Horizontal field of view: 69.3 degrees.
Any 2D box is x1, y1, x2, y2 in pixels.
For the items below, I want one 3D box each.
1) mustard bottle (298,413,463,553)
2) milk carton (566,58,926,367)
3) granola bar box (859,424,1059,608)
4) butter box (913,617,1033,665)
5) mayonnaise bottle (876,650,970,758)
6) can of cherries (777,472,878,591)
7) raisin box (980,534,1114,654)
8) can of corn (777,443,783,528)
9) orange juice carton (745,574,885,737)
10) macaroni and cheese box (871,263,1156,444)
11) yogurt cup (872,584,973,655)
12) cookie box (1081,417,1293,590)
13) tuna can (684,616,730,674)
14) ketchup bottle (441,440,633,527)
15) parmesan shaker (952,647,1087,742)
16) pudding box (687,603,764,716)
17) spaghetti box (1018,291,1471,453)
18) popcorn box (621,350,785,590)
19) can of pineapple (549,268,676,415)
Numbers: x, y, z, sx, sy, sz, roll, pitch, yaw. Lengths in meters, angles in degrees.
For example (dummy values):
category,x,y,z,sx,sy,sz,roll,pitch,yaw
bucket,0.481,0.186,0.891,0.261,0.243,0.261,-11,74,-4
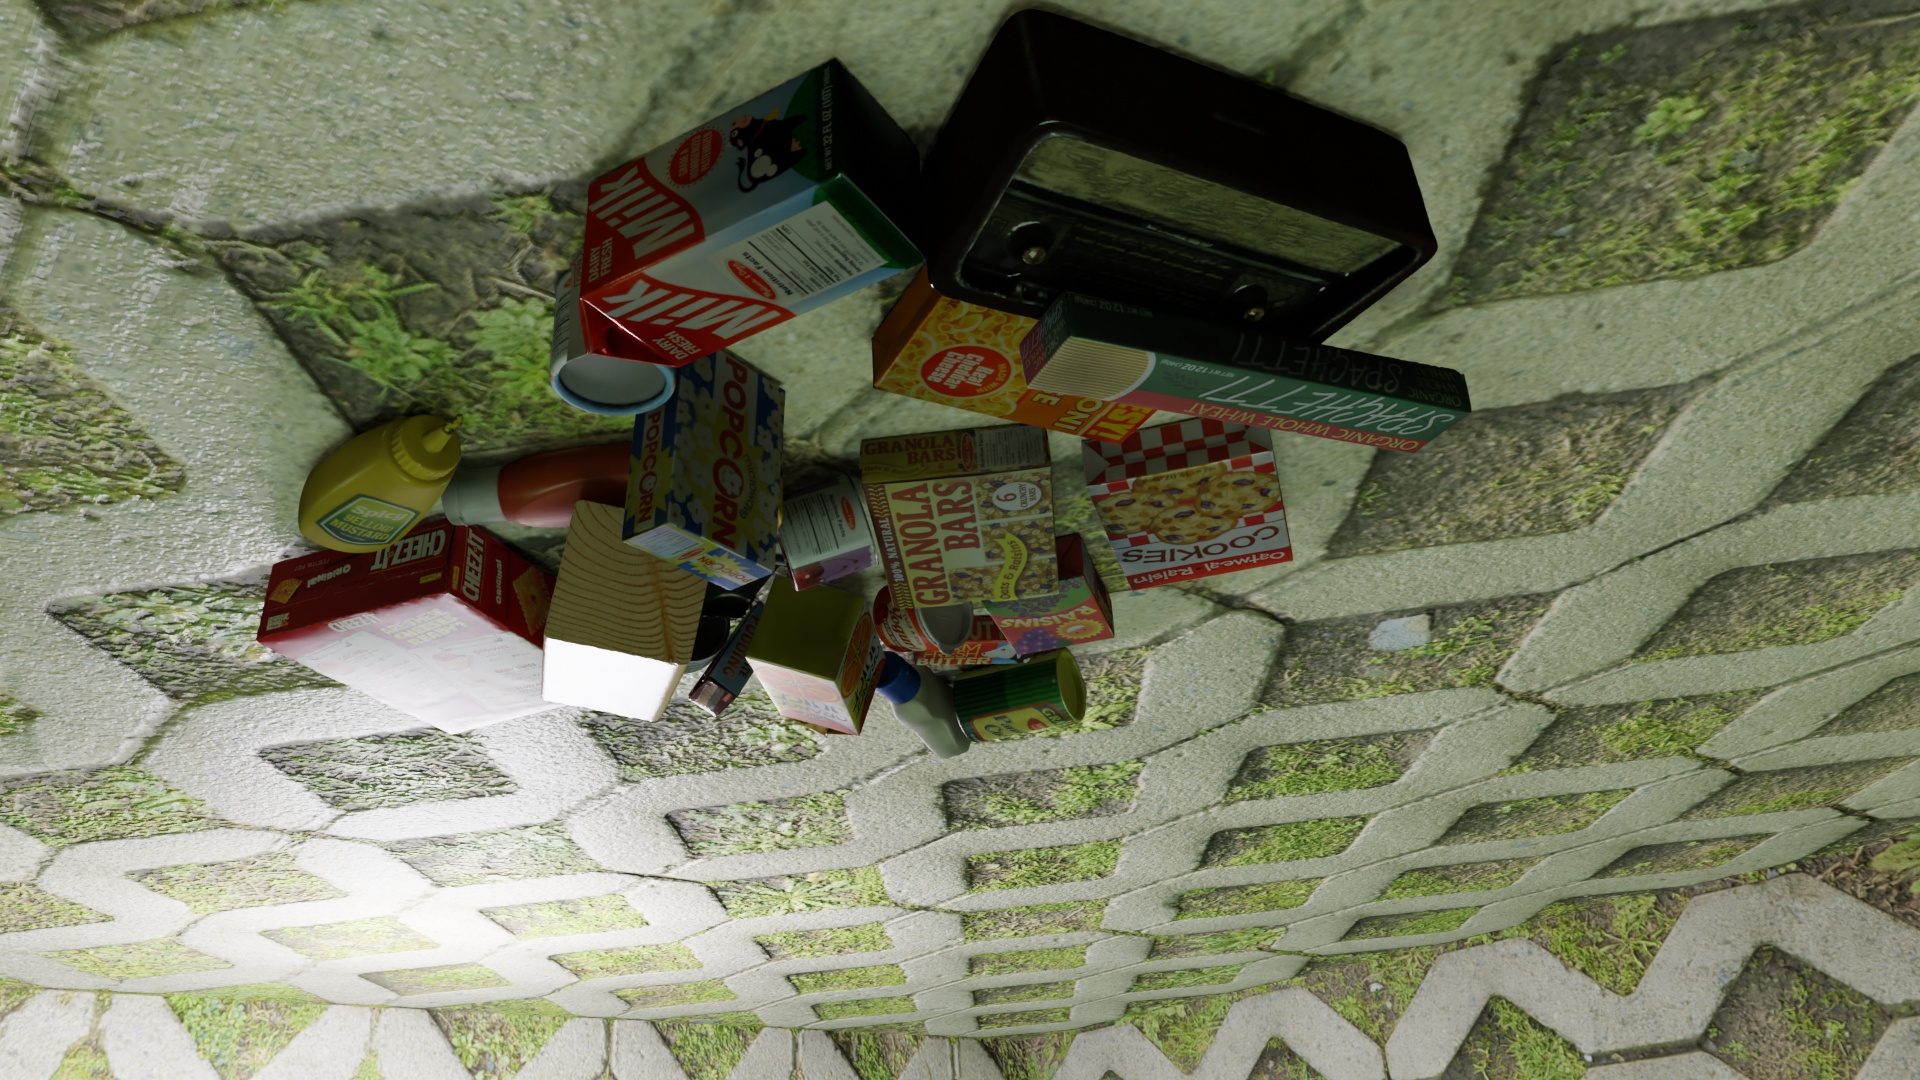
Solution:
category,x,y,z,sx,sy,sz,roll,pitch,yaw
mustard bottle,-0.353,-0.041,0.861,0.065,0.049,0.159,20,144,-41
milk carton,-0.117,-0.146,0.670,0.190,0.072,0.073,-19,149,24
granola bar box,0.003,-0.012,0.963,0.124,0.039,0.164,-5,147,3
butter box,0.012,0.086,1.181,0.103,0.024,0.053,0,153,-8
mayonnaise bottle,-0.036,0.144,1.248,0.041,0.065,0.147,-18,146,18
can of cherries,-0.093,-0.004,0.935,0.058,0.072,0.071,-19,154,-10
raisin box,0.067,0.045,1.096,0.086,0.040,0.123,-12,150,13
can of corn,-0.145,-0.039,0.884,0.071,0.058,0.071,-3,152,-2
orange juice carton,-0.110,0.101,1.117,0.073,0.072,0.192,14,158,10
macaroni and cheese box,0.050,-0.115,0.786,0.166,0.040,0.123,11,149,-25
yogurt cup,-0.031,0.056,1.078,0.054,0.072,0.072,-16,151,37
cookie box,0.163,-0.026,0.975,0.123,0.040,0.167,-11,151,13
tuna can,-0.215,0.066,1.071,0.071,0.071,0.032,8,151,-22
ketchup bottle,-0.255,-0.033,0.895,0.149,0.044,0.064,-5,152,2
parmesan shaker,0.054,0.141,1.248,0.103,0.071,0.071,-16,150,22
pudding box,-0.178,0.095,1.108,0.030,0.084,0.049,38,140,-9
spaghetti box,0.154,-0.084,0.723,0.250,0.029,0.050,7,153,-23
popcorn box,-0.145,-0.046,0.796,0.038,0.127,0.085,-17,149,31
can of pineapple,-0.185,-0.107,0.749,0.071,0.058,0.070,-4,152,-2
